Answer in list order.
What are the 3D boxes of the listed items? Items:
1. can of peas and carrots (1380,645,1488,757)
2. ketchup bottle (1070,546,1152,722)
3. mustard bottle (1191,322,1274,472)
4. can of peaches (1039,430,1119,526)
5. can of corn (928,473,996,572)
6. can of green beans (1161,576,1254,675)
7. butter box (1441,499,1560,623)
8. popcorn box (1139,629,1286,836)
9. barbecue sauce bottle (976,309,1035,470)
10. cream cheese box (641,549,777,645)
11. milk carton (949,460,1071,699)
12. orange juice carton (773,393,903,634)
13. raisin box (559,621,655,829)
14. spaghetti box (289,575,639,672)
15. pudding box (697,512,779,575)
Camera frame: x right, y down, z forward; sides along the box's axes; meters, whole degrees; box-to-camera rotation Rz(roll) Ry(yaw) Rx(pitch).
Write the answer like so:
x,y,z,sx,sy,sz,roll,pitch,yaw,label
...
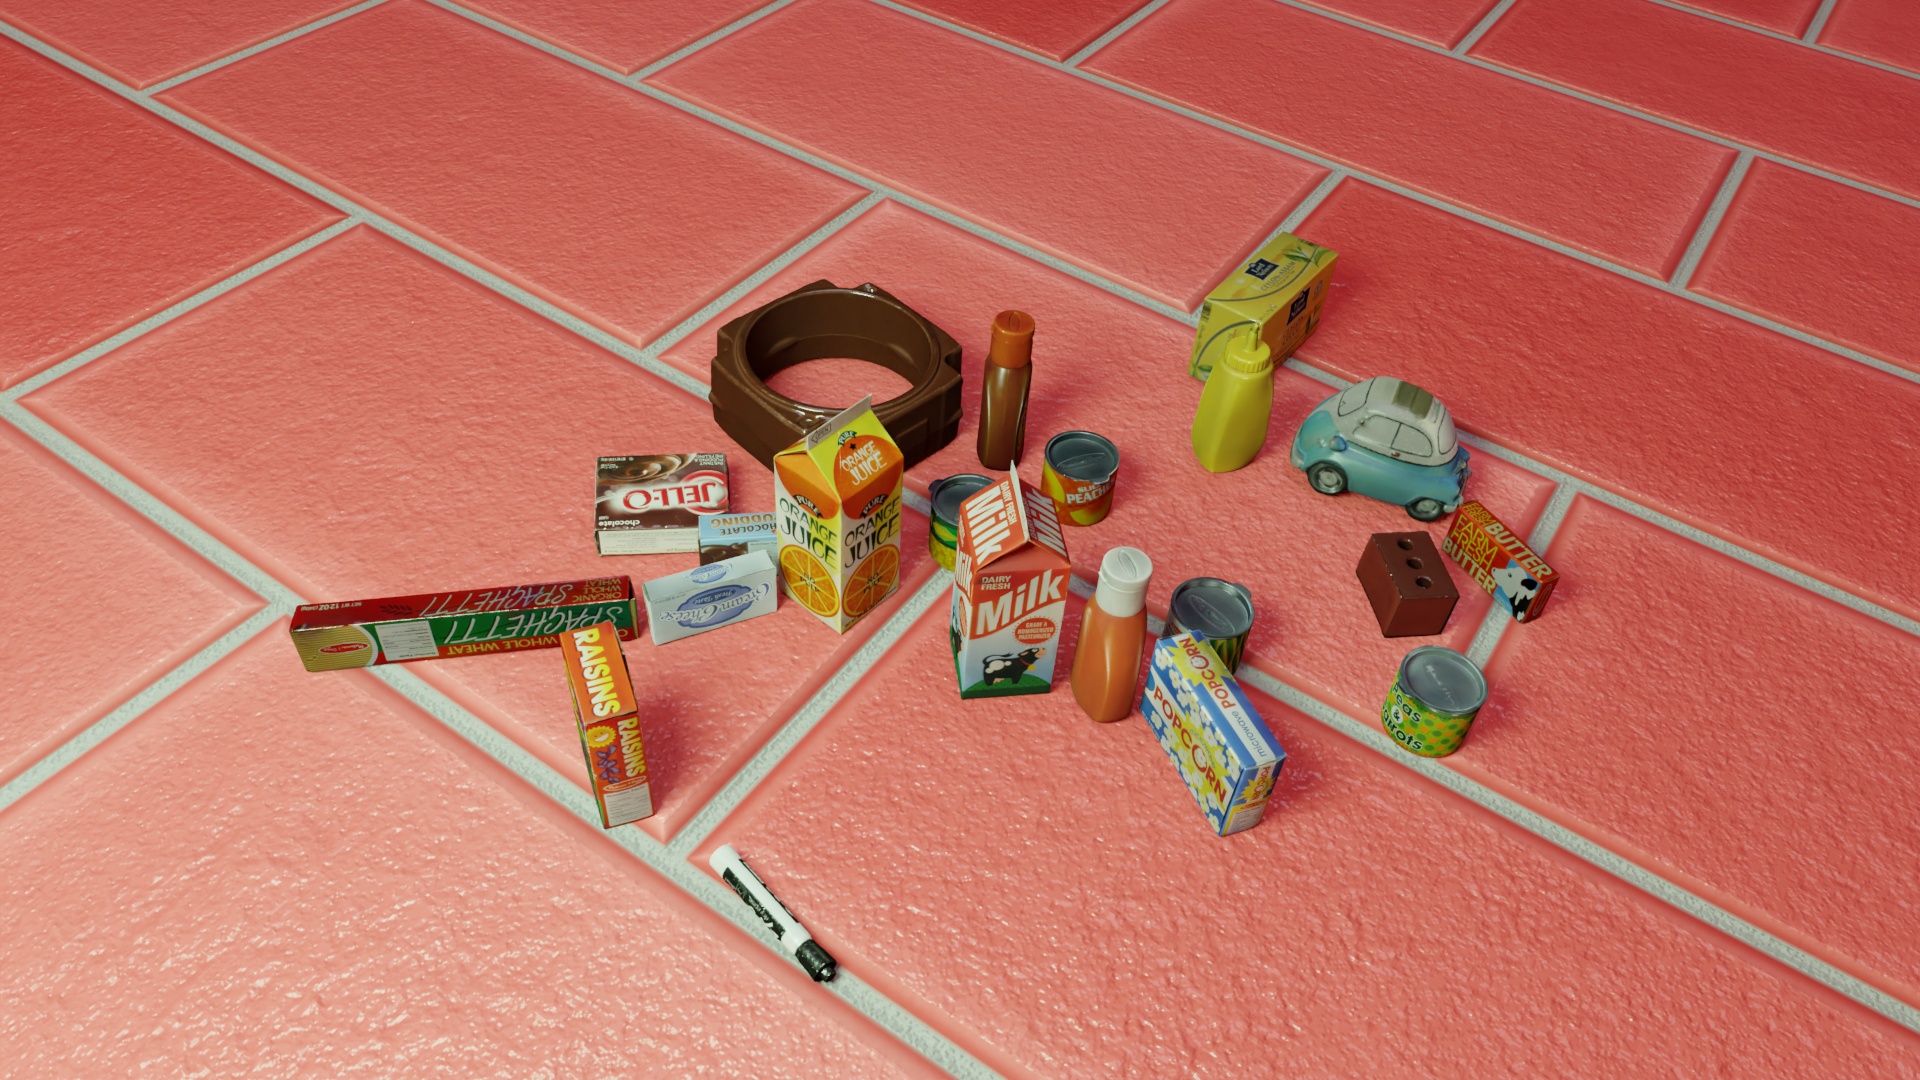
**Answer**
x,y,z,sx,sy,sz,roll,pitch,yaw,label
0.361,0.125,1.067,0.071,0.058,0.071,3,45,-2,can of peas and carrots
0.114,0.069,1.038,0.043,0.148,0.065,-10,47,-15,ketchup bottle
0.250,-0.133,1.245,0.065,0.159,0.049,-16,49,-20,mustard bottle
0.105,-0.053,1.223,0.071,0.057,0.071,3,45,-2,can of peaches
0.004,-0.015,1.176,0.071,0.058,0.071,3,45,-2,can of corn
0.196,0.072,1.106,0.071,0.057,0.071,3,45,-2,can of green beans
0.460,0.017,1.188,0.024,0.052,0.104,-18,49,-21,butter box
0.182,0.140,1.017,0.038,0.084,0.127,-14,48,-18,popcorn box
0.041,-0.135,1.236,0.044,0.147,0.065,5,45,0,barbecue sauce bottle
-0.197,0.045,1.101,0.104,0.053,0.024,-16,49,-20,cream cheese box
0.036,0.032,1.038,0.073,0.189,0.073,-3,45,-8,milk carton
-0.094,-0.025,1.083,0.073,0.191,0.072,33,51,25,orange juice carton
-0.244,0.129,0.963,0.040,0.122,0.086,-13,48,-17,raisin box
-0.375,0.064,1.068,0.250,0.049,0.029,-5,46,-10,spaghetti box
-0.174,0.004,1.147,0.084,0.049,0.030,-4,45,-9,pudding box
